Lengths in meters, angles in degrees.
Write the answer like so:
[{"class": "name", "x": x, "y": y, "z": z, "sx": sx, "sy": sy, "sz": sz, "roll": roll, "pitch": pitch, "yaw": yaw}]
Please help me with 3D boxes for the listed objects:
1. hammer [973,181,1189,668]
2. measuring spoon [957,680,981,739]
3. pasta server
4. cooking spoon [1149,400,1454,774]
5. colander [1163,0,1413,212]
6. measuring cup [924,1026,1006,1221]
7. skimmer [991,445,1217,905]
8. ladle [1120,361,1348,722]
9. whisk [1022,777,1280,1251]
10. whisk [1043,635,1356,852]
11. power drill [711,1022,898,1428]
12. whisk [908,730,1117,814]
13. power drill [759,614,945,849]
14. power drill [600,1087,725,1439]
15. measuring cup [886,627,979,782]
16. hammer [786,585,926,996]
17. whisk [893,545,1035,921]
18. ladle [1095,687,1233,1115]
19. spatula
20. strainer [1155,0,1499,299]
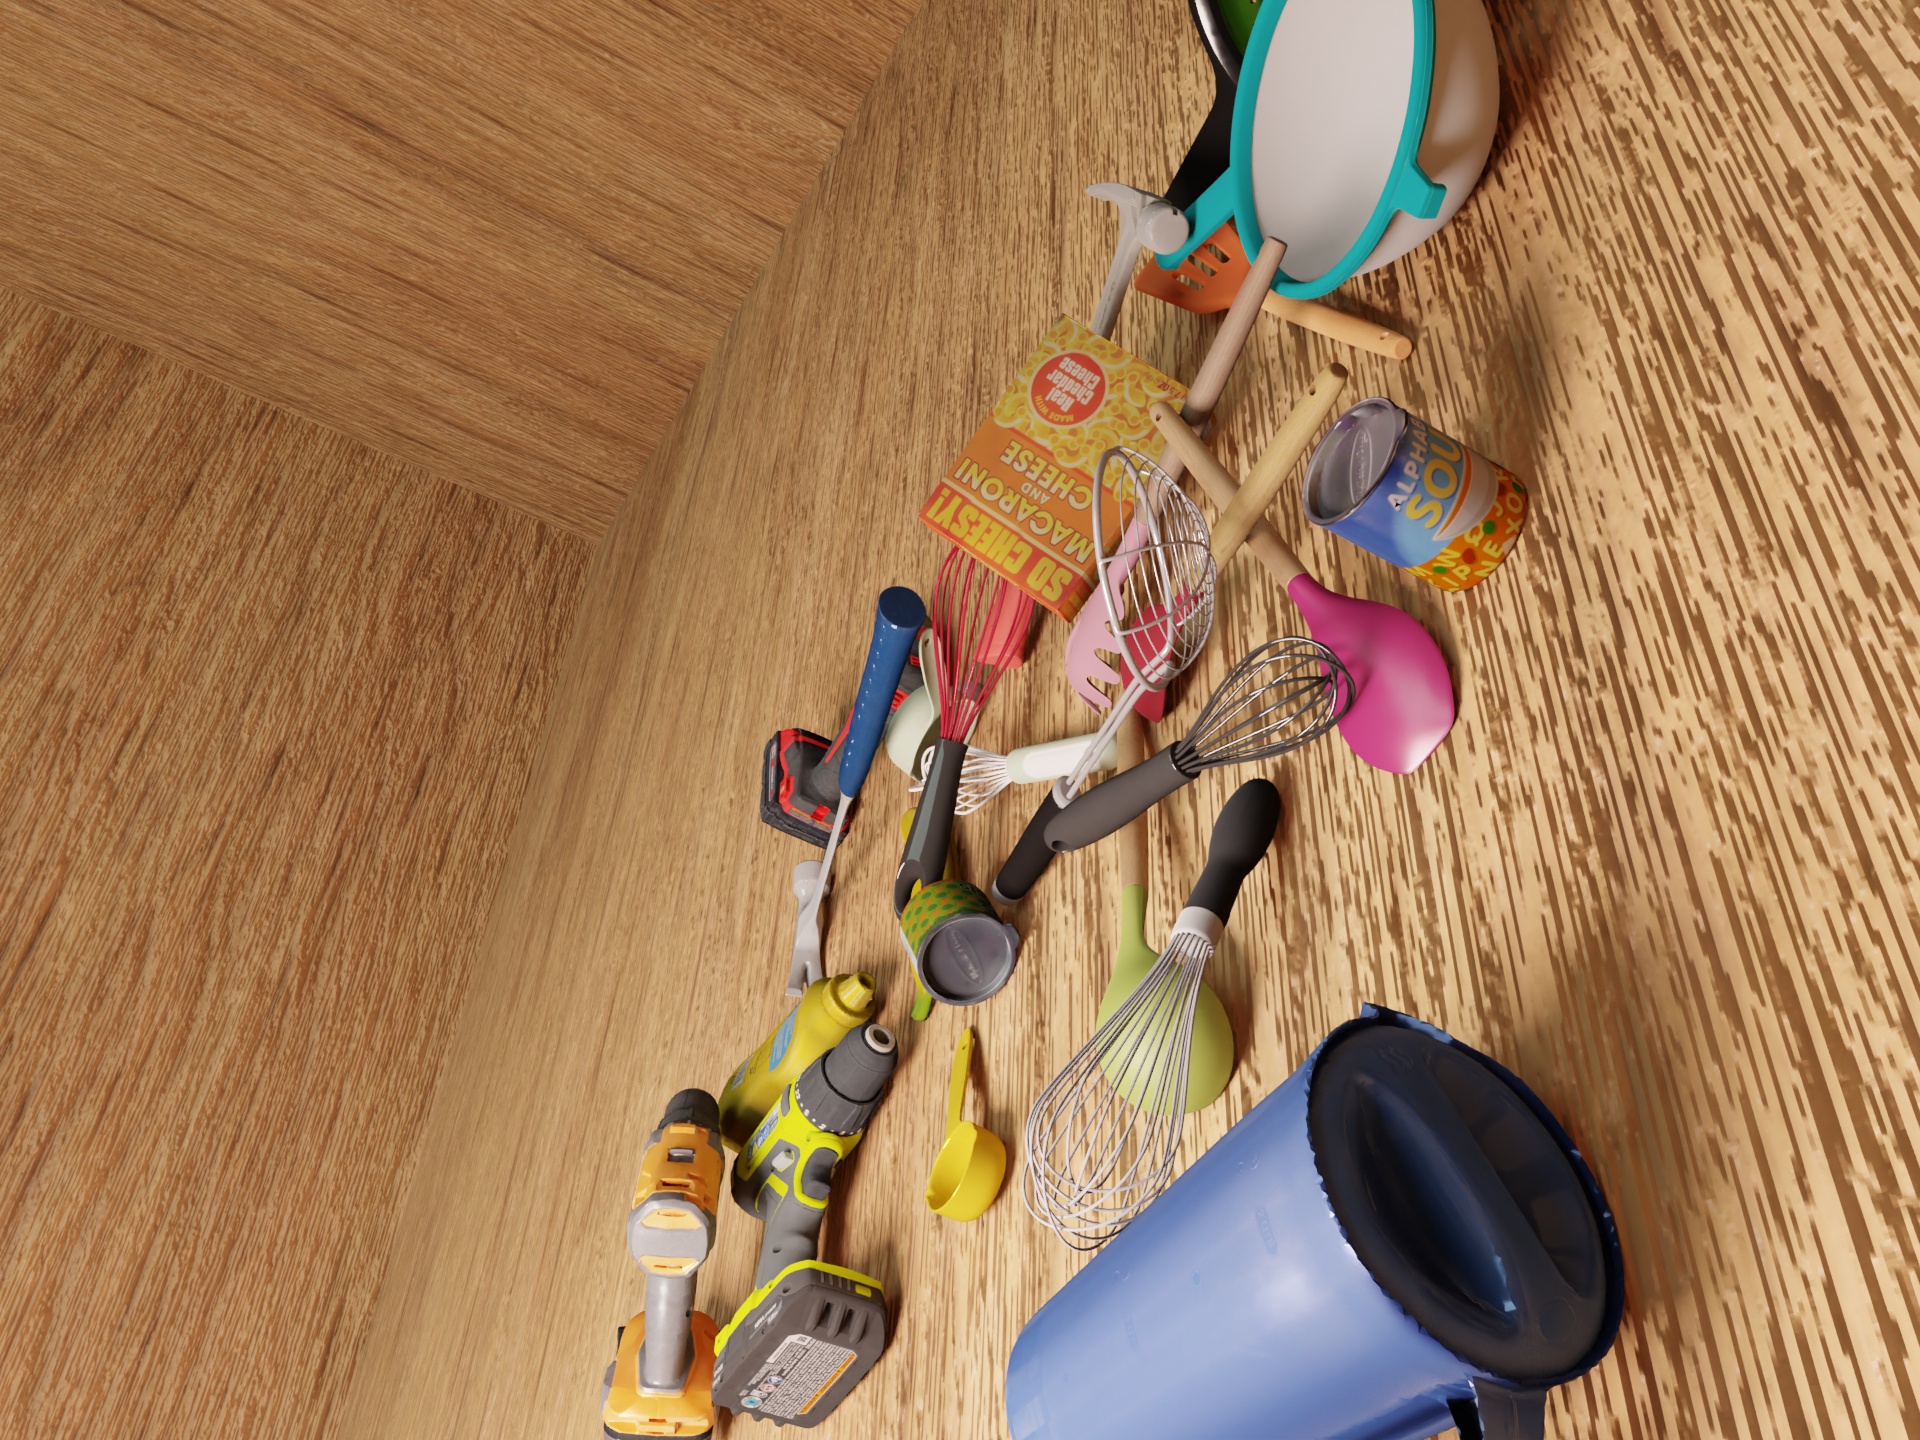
[{"class": "hammer", "x": 0.075, "y": -0.208, "z": 1.165, "sx": 0.149, "sy": 0.036, "sz": 0.359, "roll": -119, "pitch": 43, "yaw": -62}, {"class": "measuring spoon", "x": -0.014, "y": 0.024, "z": 1.268, "sx": 0.034, "sy": 0.018, "sz": 0.124, "roll": 12, "pitch": 81, "yaw": 68}, {"class": "pasta server", "x": 0.133, "y": -0.145, "z": 0.988, "sx": 0.060, "sy": 0.040, "sz": 0.316, "roll": -77, "pitch": 10, "yaw": -64}, {"class": "cooking spoon", "x": 0.170, "y": -0.088, "z": 0.856, "sx": 0.068, "sy": 0.017, "sz": 0.319, "roll": -57, "pitch": 37, "yaw": 28}, {"class": "colander", "x": 0.226, "y": -0.452, "z": 1.079, "sx": 0.094, "sy": 0.204, "sz": 0.397, "roll": -38, "pitch": -7, "yaw": -22}, {"class": "measuring cup", "x": 0.008, "y": 0.248, "z": 0.993, "sx": 0.062, "sy": 0.029, "sz": 0.157, "roll": -56, "pitch": 12, "yaw": 26}, {"class": "skimmer", "x": 0.056, "y": -0.001, "z": 0.925, "sx": 0.363, "sy": 0.090, "sz": 0.127, "roll": 117, "pitch": 167, "yaw": -49}, {"class": "ladle", "x": 0.141, "y": -0.089, "z": 0.871, "sx": 0.315, "sy": 0.031, "sz": 0.069, "roll": 115, "pitch": 153, "yaw": -59}, {"class": "whisk", "x": 0.102, "y": 0.125, "z": 0.755, "sx": 0.070, "sy": 0.070, "sz": 0.285, "roll": -41, "pitch": 11, "yaw": 49}, {"class": "whisk", "x": 0.117, "y": 0.021, "z": 0.847, "sx": 0.239, "sy": 0.055, "sz": 0.055, "roll": -38, "pitch": 35, "yaw": 46}, {"class": "power drill", "x": -0.099, "y": 0.333, "z": 1.079, "sx": 0.190, "sy": 0.080, "sz": 0.229, "roll": -55, "pitch": 21, "yaw": 30}, {"class": "whisk", "x": 0.036, "y": 0.033, "z": 1.106, "sx": 0.246, "sy": 0.059, "sz": 0.058, "roll": -14, "pitch": 95, "yaw": 59}, {"class": "power drill", "x": -0.089, "y": -0.002, "z": 1.400, "sx": 0.219, "sy": 0.078, "sz": 0.143, "roll": -50, "pitch": 27, "yaw": 30}, {"class": "power drill", "x": -0.209, "y": 0.398, "z": 1.166, "sx": 0.185, "sy": 0.084, "sz": 0.226, "roll": -105, "pitch": 21, "yaw": -73}, {"class": "measuring cup", "x": -0.028, "y": -0.020, "z": 1.189, "sx": 0.083, "sy": 0.038, "sz": 0.167, "roll": -44, "pitch": -30, "yaw": -24}, {"class": "hammer", "x": -0.087, "y": 0.061, "z": 1.229, "sx": 0.405, "sy": 0.035, "sz": 0.144, "roll": 109, "pitch": 165, "yaw": -45}, {"class": "whisk", "x": -0.002, "y": -0.004, "z": 1.100, "sx": 0.073, "sy": 0.073, "sz": 0.296, "roll": -2, "pitch": 74, "yaw": 67}, {"class": "ladle", "x": 0.109, "y": 0.085, "z": 0.903, "sx": 0.078, "sy": 0.062, "sz": 0.320, "roll": -53, "pitch": 18, "yaw": 33}, {"class": "spatula", "x": 0.203, "y": -0.276, "z": 1.029, "sx": 0.081, "sy": 0.041, "sz": 0.323, "roll": -46, "pitch": 26, "yaw": 7}, {"class": "strainer", "x": 0.224, "y": -0.342, "z": 0.972, "sx": 0.340, "sy": 0.095, "sz": 0.211, "roll": 163, "pitch": 105, "yaw": -73}]
